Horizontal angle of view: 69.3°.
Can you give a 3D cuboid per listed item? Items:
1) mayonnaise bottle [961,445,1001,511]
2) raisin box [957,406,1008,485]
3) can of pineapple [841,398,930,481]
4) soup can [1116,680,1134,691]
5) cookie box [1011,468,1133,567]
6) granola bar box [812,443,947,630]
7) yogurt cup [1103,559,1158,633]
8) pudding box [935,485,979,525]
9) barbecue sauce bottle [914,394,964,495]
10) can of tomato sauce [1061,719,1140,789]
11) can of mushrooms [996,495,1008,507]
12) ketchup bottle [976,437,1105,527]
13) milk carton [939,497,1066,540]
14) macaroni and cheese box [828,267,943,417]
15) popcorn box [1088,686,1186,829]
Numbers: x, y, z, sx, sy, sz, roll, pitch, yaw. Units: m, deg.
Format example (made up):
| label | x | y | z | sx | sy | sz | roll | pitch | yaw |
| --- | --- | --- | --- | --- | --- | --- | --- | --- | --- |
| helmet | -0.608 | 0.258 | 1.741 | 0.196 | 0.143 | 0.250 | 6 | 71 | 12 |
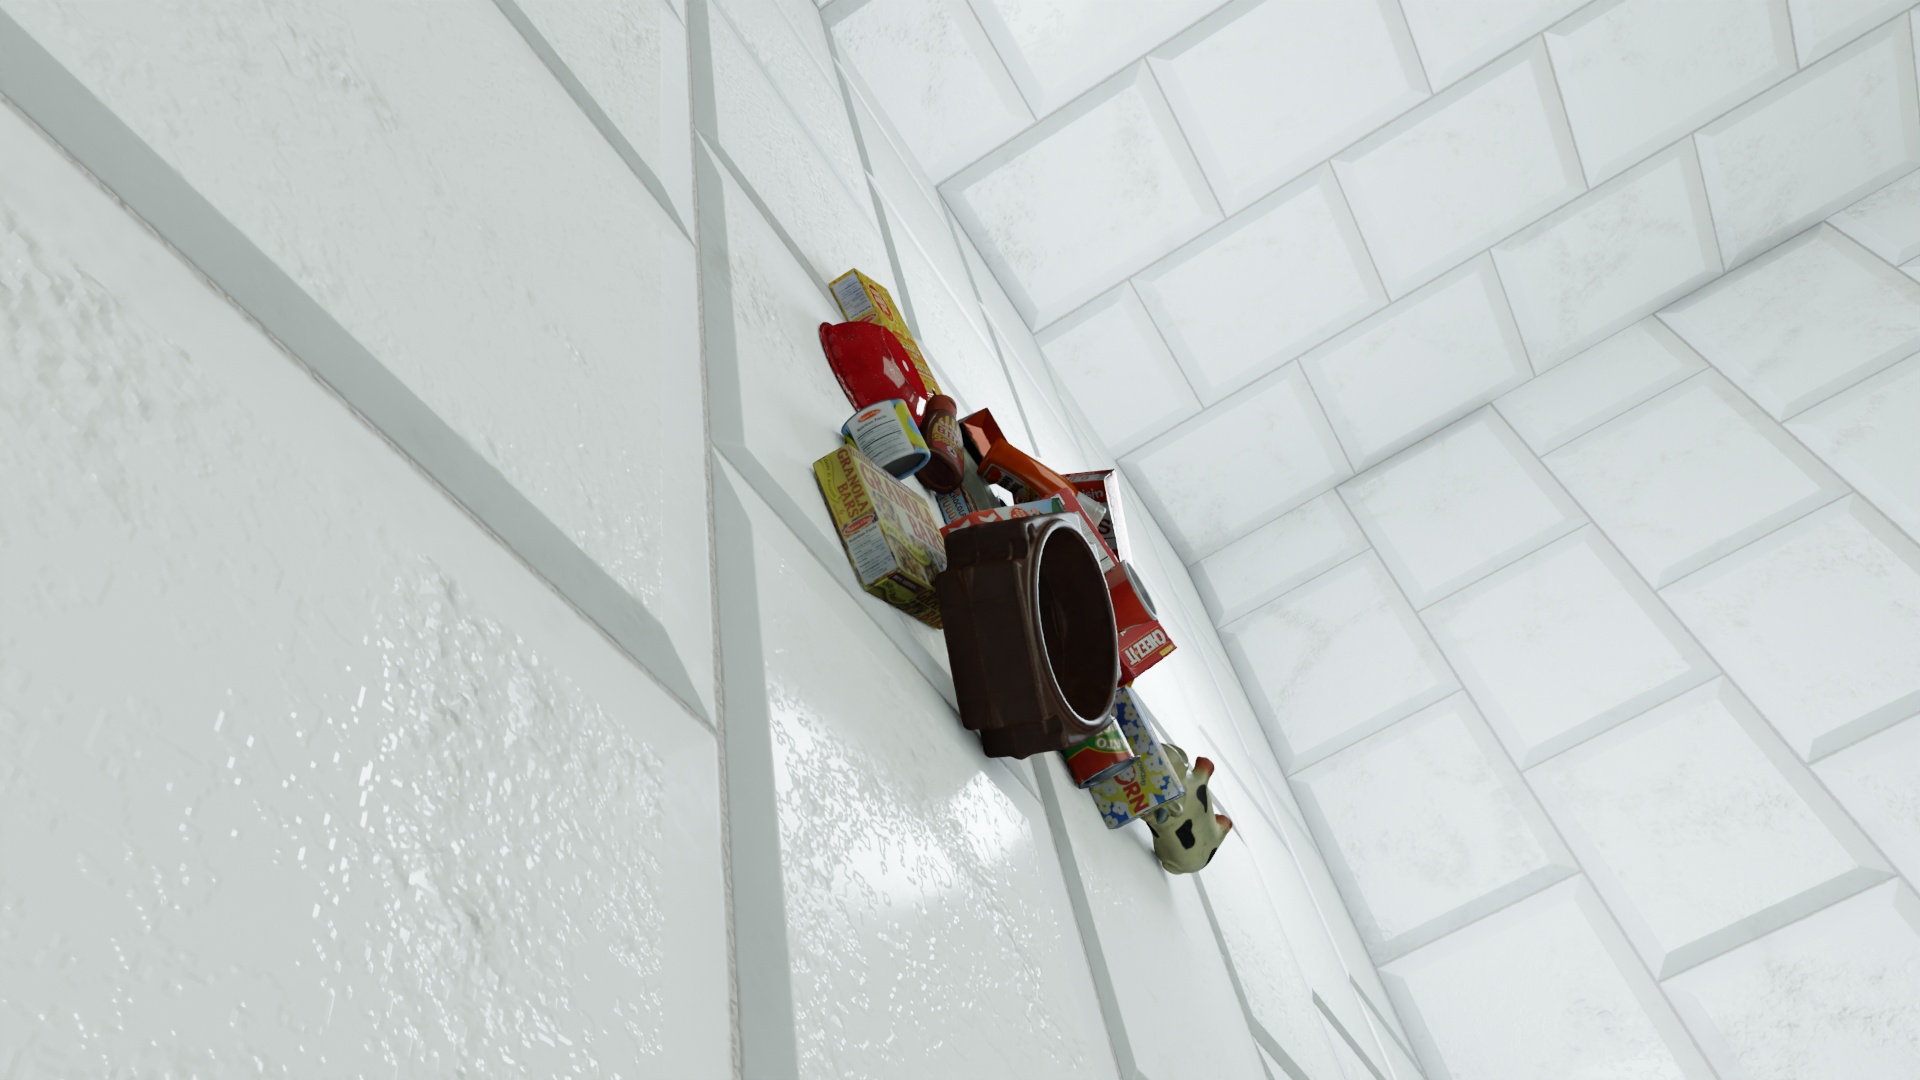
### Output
| label | x | y | z | sx | sy | sz | roll | pitch | yaw |
| --- | --- | --- | --- | --- | --- | --- | --- | --- | --- |
| mayonnaise bottle | 0.007 | -0.069 | 1.618 | 0.148 | 0.041 | 0.065 | 60 | 8 | 6 |
| raisin box | 0.023 | -0.110 | 1.670 | 0.086 | 0.040 | 0.123 | 58 | -14 | -6 |
| can of pineapple | -0.068 | -0.089 | 1.282 | 0.058 | 0.071 | 0.071 | 64 | 12 | 16 |
| soup can | 0.172 | 0.148 | 1.713 | 0.083 | 0.071 | 0.071 | 49 | 16 | -47 |
| cookie box | 0.136 | 0.004 | 1.648 | 0.040 | 0.123 | 0.167 | -36 | 117 | -58 |
| granola bar box | -0.055 | 0.001 | 1.183 | 0.124 | 0.039 | 0.165 | 66 | 13 | 23 |
| yogurt cup | 0.156 | 0.060 | 1.378 | 0.072 | 0.054 | 0.073 | 56 | 12 | -19 |
| pudding box | 0.005 | -0.019 | 1.511 | 0.049 | 0.030 | 0.084 | 49 | 16 | -48 |
| barbecue sauce bottle | -0.024 | -0.112 | 1.537 | 0.064 | 0.043 | 0.149 | 44 | 24 | -23 |
| can of tomato sauce | 0.134 | 0.201 | 1.422 | 0.083 | 0.071 | 0.071 | 64 | 12 | 20 |
| can of mushrooms | 0.049 | -0.018 | 1.685 | 0.071 | 0.033 | 0.071 | 57 | 11 | -18 |
| ketchup bottle | 0.093 | -0.060 | 1.578 | 0.149 | 0.044 | 0.064 | 30 | -20 | -4 |
| milk carton | 0.035 | 0.014 | 1.358 | 0.191 | 0.073 | 0.072 | -12 | 70 | -51 |
| macaroni and cheese box | -0.082 | -0.228 | 1.626 | 0.166 | 0.040 | 0.124 | 62 | 12 | 8 |
| popcorn box | 0.169 | 0.229 | 1.464 | 0.127 | 0.085 | 0.038 | 64 | 13 | 17 |
